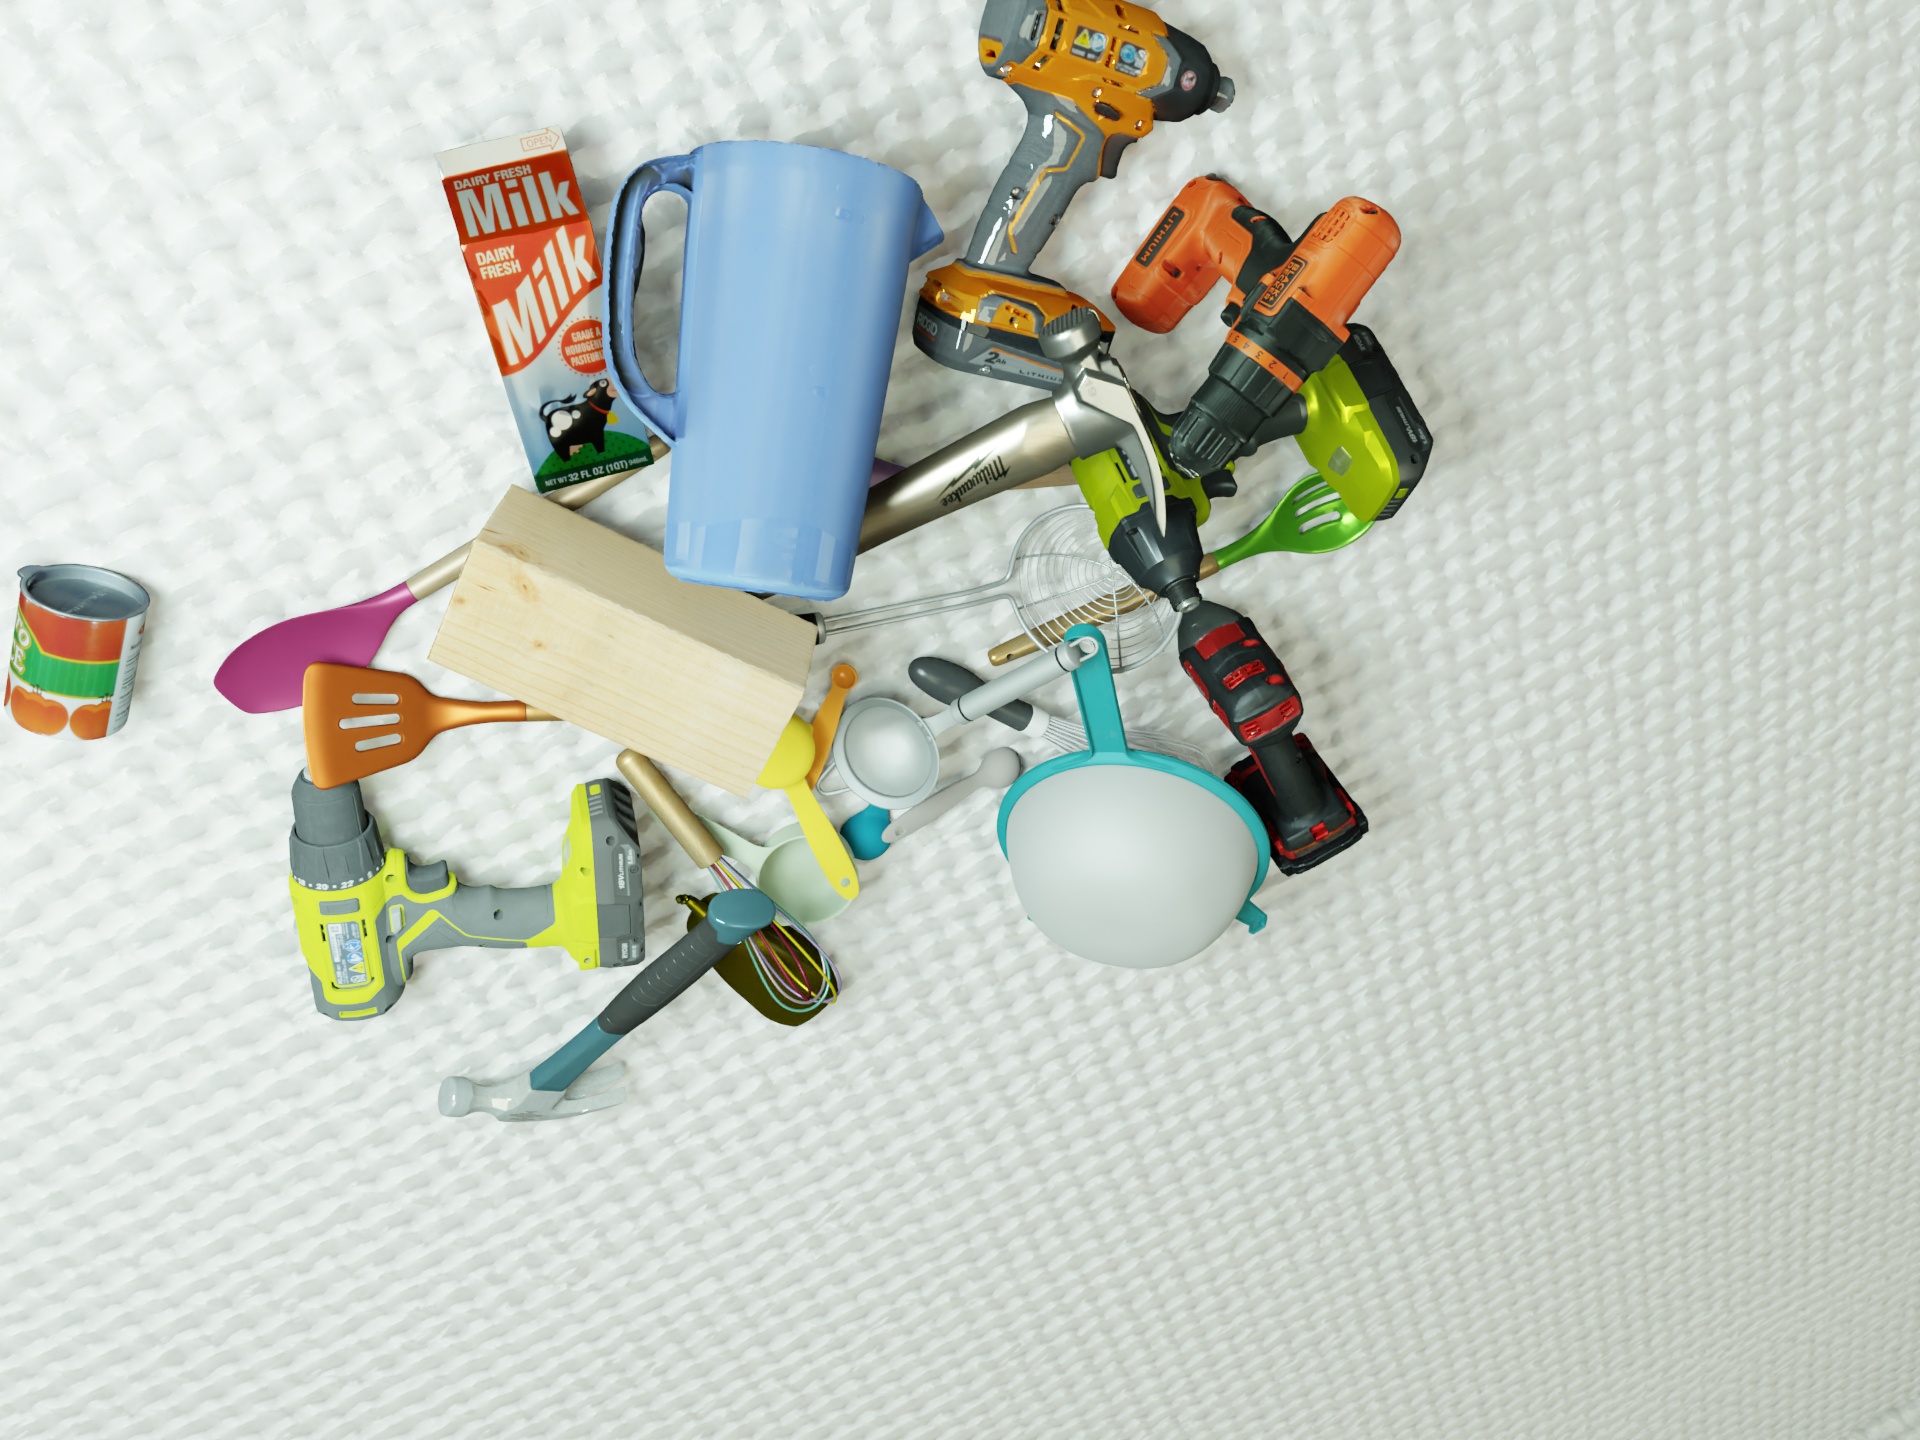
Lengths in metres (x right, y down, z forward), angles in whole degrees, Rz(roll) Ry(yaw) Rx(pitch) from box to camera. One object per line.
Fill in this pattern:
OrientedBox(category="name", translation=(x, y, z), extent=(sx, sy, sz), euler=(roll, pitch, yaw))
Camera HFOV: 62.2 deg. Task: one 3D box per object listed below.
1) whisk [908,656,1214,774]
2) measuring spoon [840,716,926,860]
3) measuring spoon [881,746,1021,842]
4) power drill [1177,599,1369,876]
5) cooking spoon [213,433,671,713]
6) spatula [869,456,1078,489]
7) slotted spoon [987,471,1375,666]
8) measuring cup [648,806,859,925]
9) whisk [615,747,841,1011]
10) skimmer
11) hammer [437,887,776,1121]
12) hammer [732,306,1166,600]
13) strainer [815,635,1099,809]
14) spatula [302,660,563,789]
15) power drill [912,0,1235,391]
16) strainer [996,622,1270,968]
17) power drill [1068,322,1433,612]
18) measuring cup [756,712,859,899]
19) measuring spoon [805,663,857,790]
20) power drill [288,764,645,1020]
OrientedBox(category="whisk", translation=(0.080, 0.014, 1.201), extent=(0.284, 0.070, 0.070), euler=(23, 110, -26))
OrientedBox(category="measuring spoon", translation=(-0.051, 0.055, 1.194), extent=(0.042, 0.021, 0.128), euler=(15, 115, -28))
OrientedBox(category="measuring spoon", translation=(-0.004, 0.061, 1.207), extent=(0.124, 0.018, 0.034), euler=(-31, 127, -13))
OrientedBox(category="power drill", translation=(0.227, 0.006, 1.207), extent=(0.078, 0.143, 0.219), euler=(-30, 133, 4))
OrientedBox(category="cooking spoon", translation=(-0.321, -0.095, 0.999), extent=(0.319, 0.017, 0.068), euler=(-31, 140, -1))
OrientedBox(category="spatula", translation=(0.010, -0.162, 1.086), extent=(0.316, 0.018, 0.059), euler=(-7, 123, -16))
OrientedBox(category="slotted spoon", translation=(0.164, -0.109, 1.174), extent=(0.314, 0.031, 0.070), euler=(-24, 126, -4))
OrientedBox(category="measuring cup", translation=(-0.154, 0.092, 1.176), extent=(0.167, 0.038, 0.083), euler=(27, 106, -17))
OrientedBox(category="whisk", translation=(-0.168, 0.117, 1.143), extent=(0.051, 0.047, 0.244), euler=(-37, 107, -3))
OrientedBox(category="skimmer", translation=(-0.031, -0.066, 1.084), extent=(0.363, 0.090, 0.127), euler=(-12, 115, -13))
OrientedBox(category="hammer", translation=(-0.242, 0.211, 1.138), extent=(0.128, 0.033, 0.331), euler=(15, 136, -40))
OrientedBox(category="hammer", translation=(-0.075, -0.108, 1.002), extent=(0.410, 0.038, 0.146), euler=(-22, 116, 14))
OrientedBox(category="strainer", translation=(-0.002, -0.004, 1.113), extent=(0.258, 0.050, 0.087), euler=(-27, 97, 37))
OrientedBox(category="spatula", translation=(-0.264, -0.006, 1.060), extent=(0.322, 0.041, 0.081), euler=(-4, 95, -22))
OrientedBox(category="power drill", translation=(0.071, -0.321, 0.975), extent=(0.164, 0.084, 0.226), euler=(6, 114, -25))
OrientedBox(category="strainer", translation=(0.110, 0.080, 1.154), extent=(0.211, 0.095, 0.340), euler=(0, 137, 17))
OrientedBox(category="power drill", translation=(0.191, -0.171, 1.065), extent=(0.223, 0.171, 0.080), euler=(-18, 161, -14))
OrientedBox(category="measuring cup", translation=(-0.110, 0.064, 1.139), extent=(0.062, 0.029, 0.156), euler=(-28, 103, -5))
OrientedBox(category="measuring spoon", translation=(-0.099, 0.008, 1.154), extent=(0.021, 0.011, 0.117), euler=(27, 115, 7))
OrientedBox(category="power drill", translation=(-0.336, 0.105, 1.083), extent=(0.228, 0.080, 0.190), euler=(-5, 122, -15))
